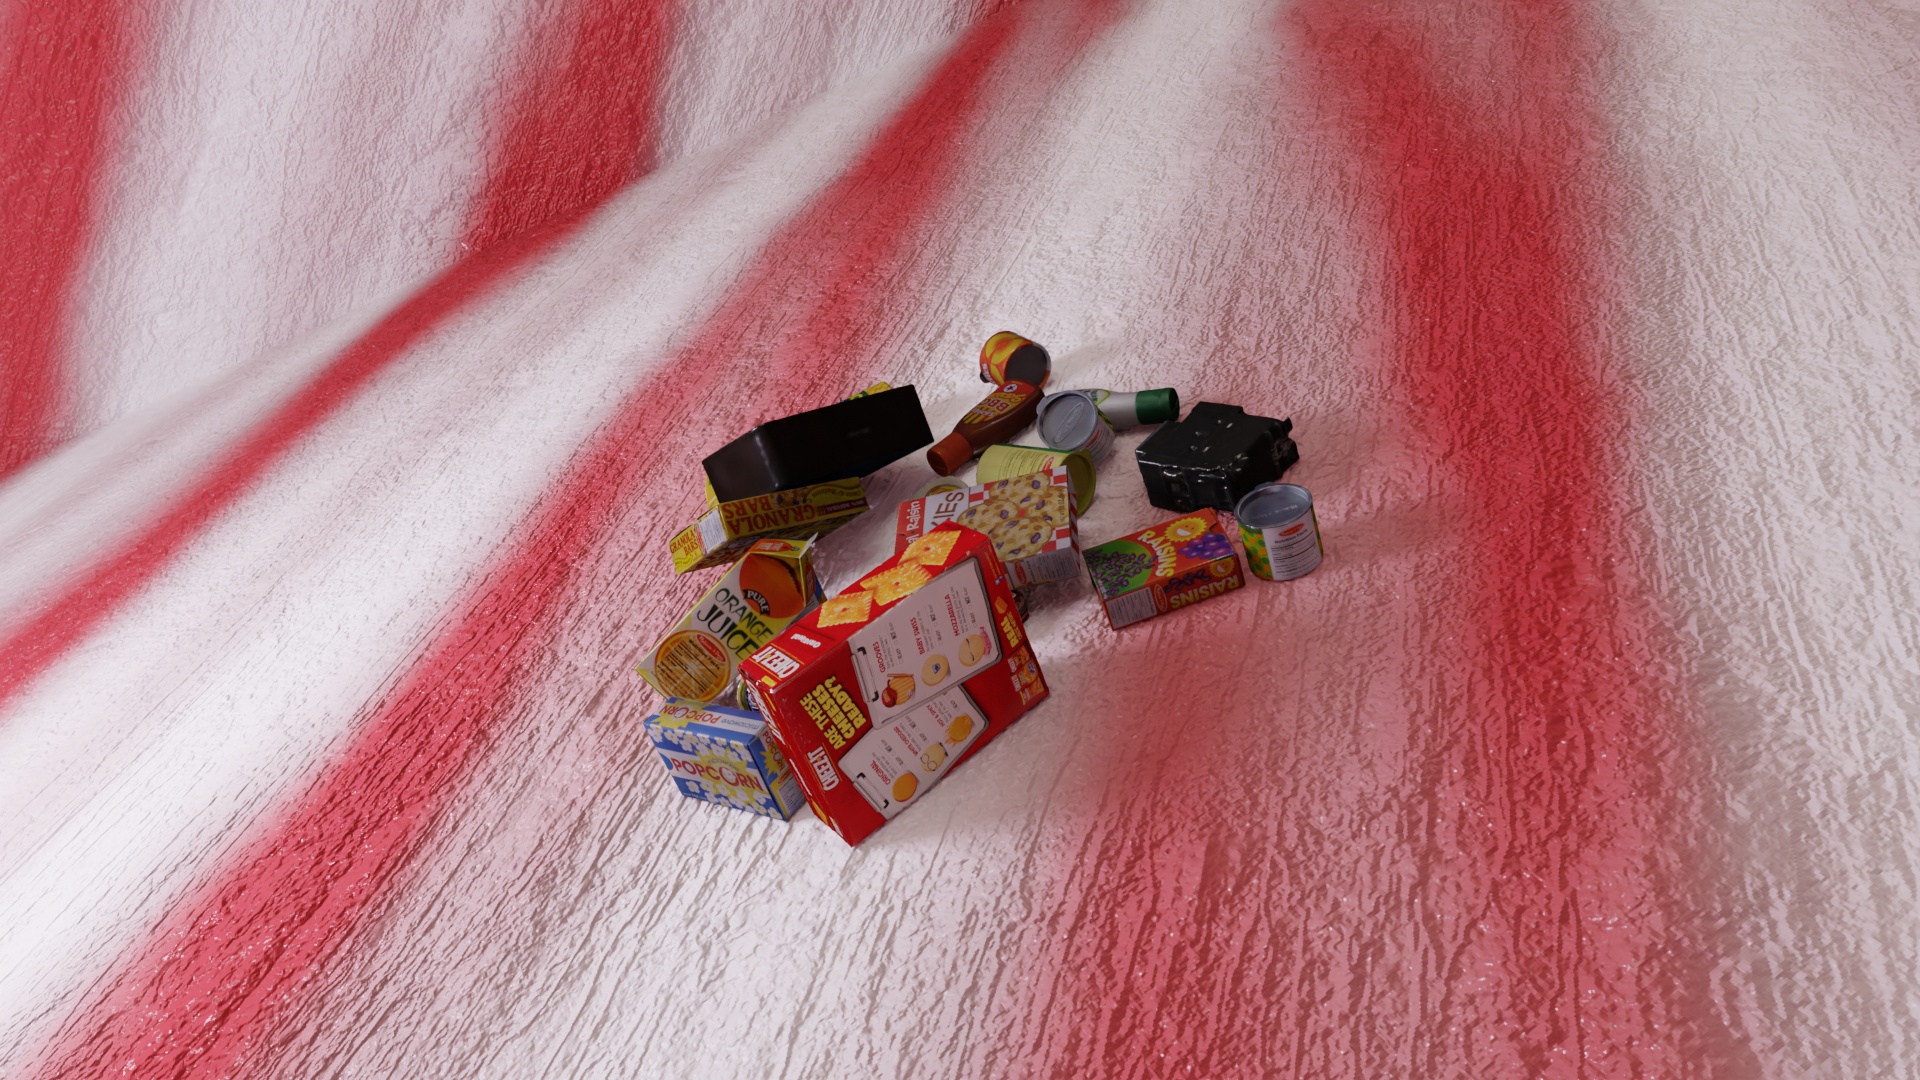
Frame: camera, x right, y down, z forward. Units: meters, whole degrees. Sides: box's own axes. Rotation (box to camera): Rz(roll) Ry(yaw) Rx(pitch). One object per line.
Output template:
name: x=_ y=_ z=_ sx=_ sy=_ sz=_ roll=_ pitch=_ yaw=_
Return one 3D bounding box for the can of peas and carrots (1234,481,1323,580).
can of peas and carrots: x=0.274 y=-0.009 z=1.194 sx=0.071 sy=0.058 sz=0.071 roll=-15 pitch=30 yaw=9

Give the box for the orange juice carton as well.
orange juice carton: x=-0.198 y=0.066 z=1.259 sx=0.192 sy=0.073 sz=0.072 roll=-45 pitch=6 yaw=6

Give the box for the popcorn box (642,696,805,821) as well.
popcorn box: x=-0.194 y=0.180 z=1.152 sx=0.126 sy=0.085 sz=0.038 roll=4 pitch=38 yaw=36

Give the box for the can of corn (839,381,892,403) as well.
can of corn: x=-0.102 y=-0.148 z=1.626 sx=0.058 sy=0.071 sz=0.071 roll=-27 pitch=31 yaw=-12

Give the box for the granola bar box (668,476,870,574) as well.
granola bar box: x=-0.193 y=-0.016 z=1.397 sx=0.166 sy=0.039 sz=0.123 roll=-14 pitch=-9 yaw=-38

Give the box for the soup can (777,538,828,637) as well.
soup can: x=-0.168 y=0.049 z=1.344 sx=0.071 sy=0.083 sz=0.072 roll=-15 pitch=31 yaw=9

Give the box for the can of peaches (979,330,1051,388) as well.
can of peaches: x=0.063 y=-0.205 z=1.624 sx=0.071 sy=0.071 sz=0.058 roll=-31 pitch=33 yaw=-17

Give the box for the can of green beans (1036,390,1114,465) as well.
can of green beans: x=0.119 y=-0.113 z=1.427 sx=0.071 sy=0.057 sz=0.071 roll=-8 pitch=70 yaw=22

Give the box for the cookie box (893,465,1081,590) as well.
cookie box: x=0.023 y=-0.003 z=1.282 sx=0.167 sy=0.040 sz=0.123 roll=-12 pitch=37 yaw=11

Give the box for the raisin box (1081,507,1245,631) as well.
raisin box: x=0.177 y=0.023 z=1.221 sx=0.123 sy=0.040 sz=0.086 roll=-19 pitch=30 yaw=2

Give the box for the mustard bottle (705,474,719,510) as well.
mustard bottle: x=-0.261 y=-0.054 z=1.595 sx=0.065 sy=0.048 sz=0.161 roll=-19 pitch=31 yaw=7

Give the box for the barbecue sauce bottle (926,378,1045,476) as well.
barbecue sauce bottle: x=0.027 y=-0.124 z=1.539 sx=0.149 sy=0.043 sz=0.065 roll=-39 pitch=37 yaw=-27

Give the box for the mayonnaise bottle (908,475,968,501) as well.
mayonnaise bottle: x=0.005 y=-0.017 z=1.386 sx=0.065 sy=0.041 sz=0.148 roll=-30 pitch=32 yaw=-14

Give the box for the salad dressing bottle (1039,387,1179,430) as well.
salad dressing bottle: x=0.158 y=-0.138 z=1.481 sx=0.147 sy=0.043 sz=0.064 roll=-4 pitch=38 yaw=26

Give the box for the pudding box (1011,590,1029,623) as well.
pudding box: x=0.014 y=0.067 z=1.259 sx=0.083 sy=0.030 sz=0.050 roll=7 pitch=39 yaw=38

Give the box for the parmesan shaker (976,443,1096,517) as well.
parmesan shaker: x=0.076 y=-0.063 z=1.389 sx=0.103 sy=0.071 sz=0.071 roll=10 pitch=43 yaw=42
